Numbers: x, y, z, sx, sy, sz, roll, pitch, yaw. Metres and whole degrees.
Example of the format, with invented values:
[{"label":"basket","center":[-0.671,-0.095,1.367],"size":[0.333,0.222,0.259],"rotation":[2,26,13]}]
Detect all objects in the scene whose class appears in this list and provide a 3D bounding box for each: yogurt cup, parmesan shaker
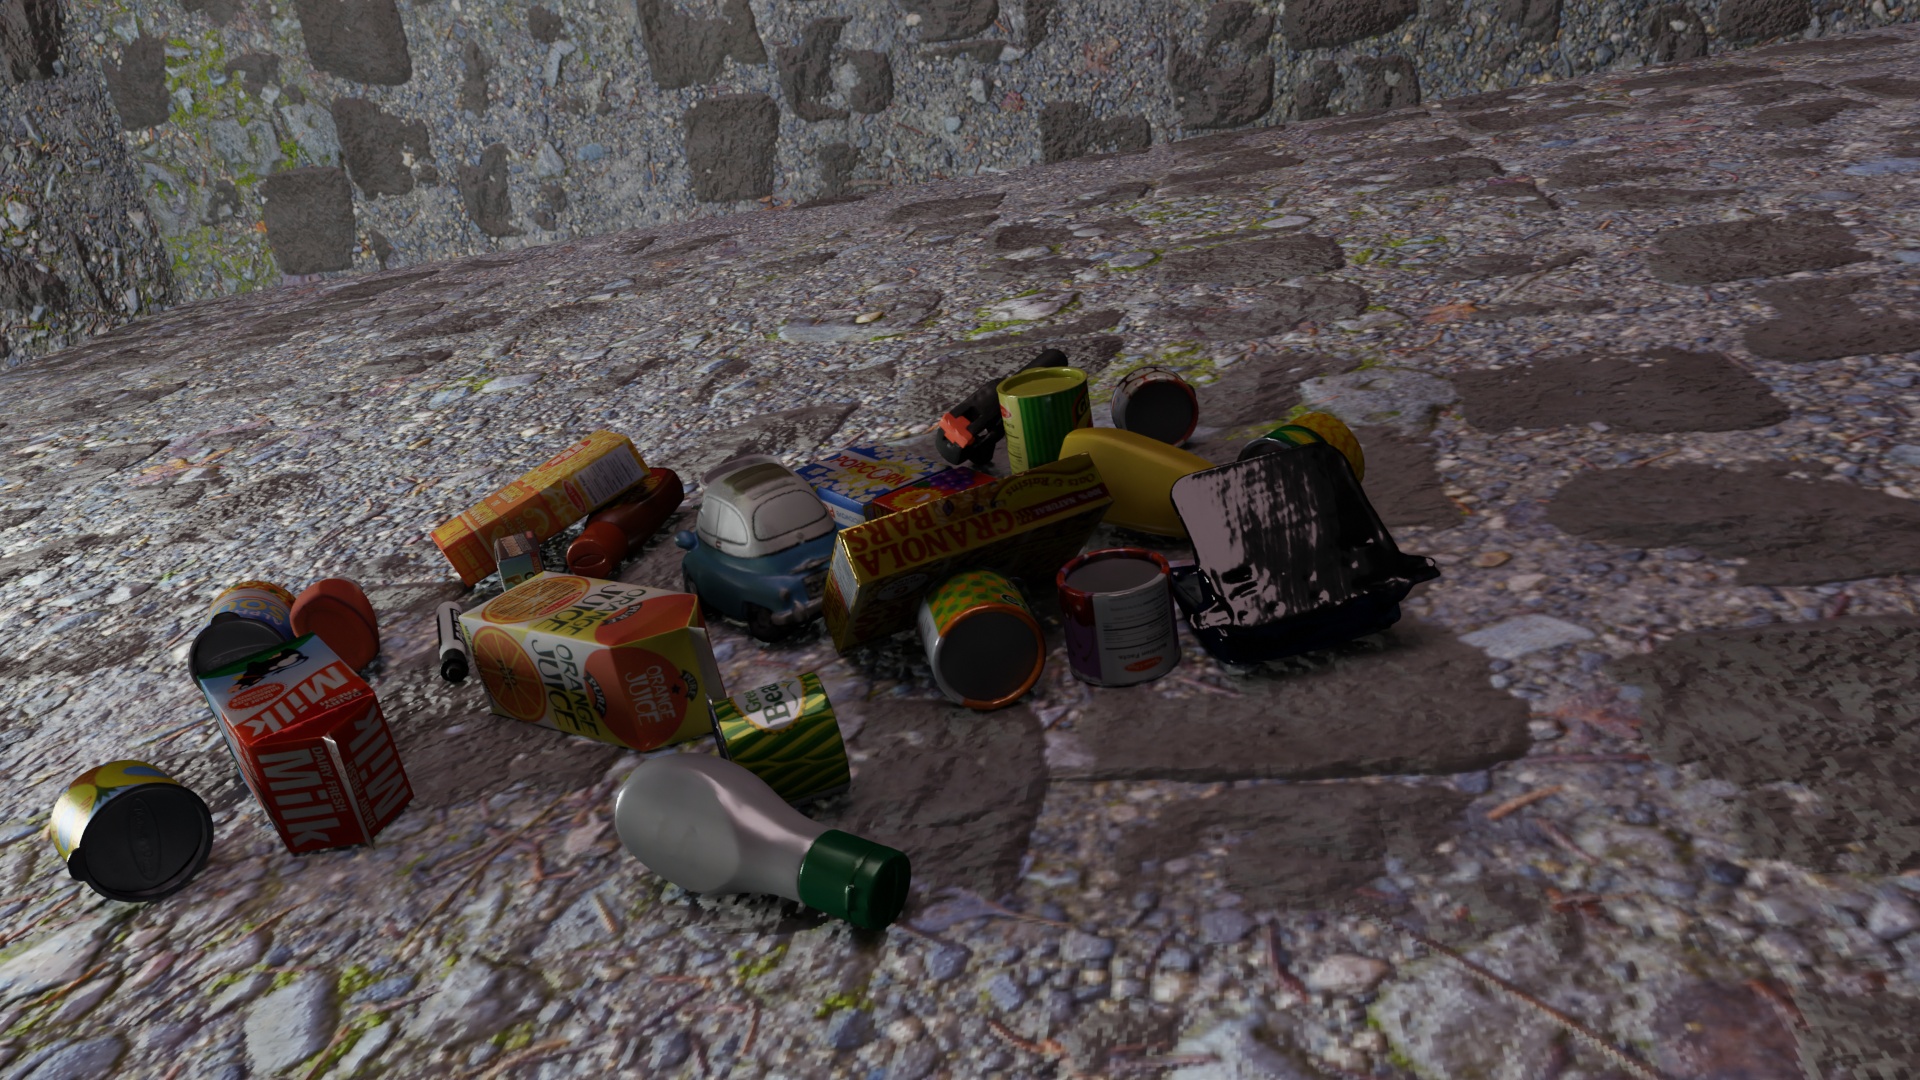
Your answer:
[{"label":"yogurt cup","center":[-0.169,-0.031,1.109],"size":[0.072,0.053,0.073],"rotation":[-10,22,4]},{"label":"parmesan shaker","center":[0.067,-0.070,1.027],"size":[0.071,0.102,0.071],"rotation":[-9,22,4]}]

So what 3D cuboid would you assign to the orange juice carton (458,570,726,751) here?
[{"label":"orange juice carton","center":[-0.214,0.073,0.854],"size":[0.192,0.071,0.073],"rotation":[6,28,36]}]

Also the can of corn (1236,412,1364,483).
[{"label":"can of corn","center":[0.233,-0.047,0.942],"size":[0.058,0.071,0.071],"rotation":[-26,26,-34]}]

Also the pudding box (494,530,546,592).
[{"label":"pudding box","center":[-0.296,0.041,0.956],"size":[0.030,0.083,0.050],"rotation":[-15,21,-17]}]

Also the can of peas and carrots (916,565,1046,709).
[{"label":"can of peas and carrots","center":[0.014,0.055,0.797],"size":[0.071,0.070,0.059],"rotation":[-13,23,-6]}]

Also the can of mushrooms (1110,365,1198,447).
[{"label":"can of mushrooms","center":[0.159,-0.105,1.118],"size":[0.071,0.070,0.033],"rotation":[-12,22,-1]}]

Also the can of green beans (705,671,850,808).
[{"label":"can of green beans","center":[-0.094,0.107,0.721],"size":[0.058,0.071,0.071],"rotation":[-17,23,-14]}]

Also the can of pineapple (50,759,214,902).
[{"label":"can of pineapple","center":[-0.459,0.159,0.765],"size":[0.058,0.070,0.071],"rotation":[9,29,43]}]

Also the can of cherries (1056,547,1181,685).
[{"label":"can of cherries","center":[0.090,0.042,0.803],"size":[0.071,0.058,0.072],"rotation":[-9,22,4]}]

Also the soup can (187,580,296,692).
[{"label":"soup can","center":[-0.515,0.070,1.004],"size":[0.071,0.071,0.084],"rotation":[-17,22,-14]}]

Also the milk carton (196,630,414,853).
[{"label":"milk carton","center":[-0.383,0.120,0.819],"size":[0.074,0.072,0.190],"rotation":[-25,26,-31]}]

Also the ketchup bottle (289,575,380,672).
[{"label":"ketchup bottle","center":[-0.462,0.055,1.032],"size":[0.043,0.064,0.149],"rotation":[-42,21,-12]}]

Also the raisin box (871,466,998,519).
[{"label":"raisin box","center":[0.004,-0.013,1.003],"size":[0.086,0.040,0.123],"rotation":[-23,26,-27]}]

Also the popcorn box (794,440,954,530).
[{"label":"popcorn box","center":[-0.070,-0.039,1.103],"size":[0.085,0.038,0.127],"rotation":[-25,26,-28]}]

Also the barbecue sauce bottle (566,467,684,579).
[{"label":"barbecue sauce bottle","center":[-0.275,-0.013,1.130],"size":[0.065,0.043,0.149],"rotation":[-12,22,13]}]

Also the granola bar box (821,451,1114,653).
[{"label":"granola bar box","center":[0.000,0.008,0.862],"size":[0.166,0.039,0.123],"rotation":[-18,-18,-18]}]

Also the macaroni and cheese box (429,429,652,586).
[{"label":"macaroni and cheese box","center":[-0.345,-0.029,1.138],"size":[0.167,0.040,0.124],"rotation":[-35,20,-17]}]

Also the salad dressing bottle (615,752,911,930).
[{"label":"salad dressing bottle","center":[-0.093,0.142,0.650],"size":[0.148,0.064,0.044],"rotation":[13,12,29]}]

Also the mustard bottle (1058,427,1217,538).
[{"label":"mustard bottle","center":[0.145,-0.032,0.950],"size":[0.160,0.065,0.049],"rotation":[18,19,21]}]
